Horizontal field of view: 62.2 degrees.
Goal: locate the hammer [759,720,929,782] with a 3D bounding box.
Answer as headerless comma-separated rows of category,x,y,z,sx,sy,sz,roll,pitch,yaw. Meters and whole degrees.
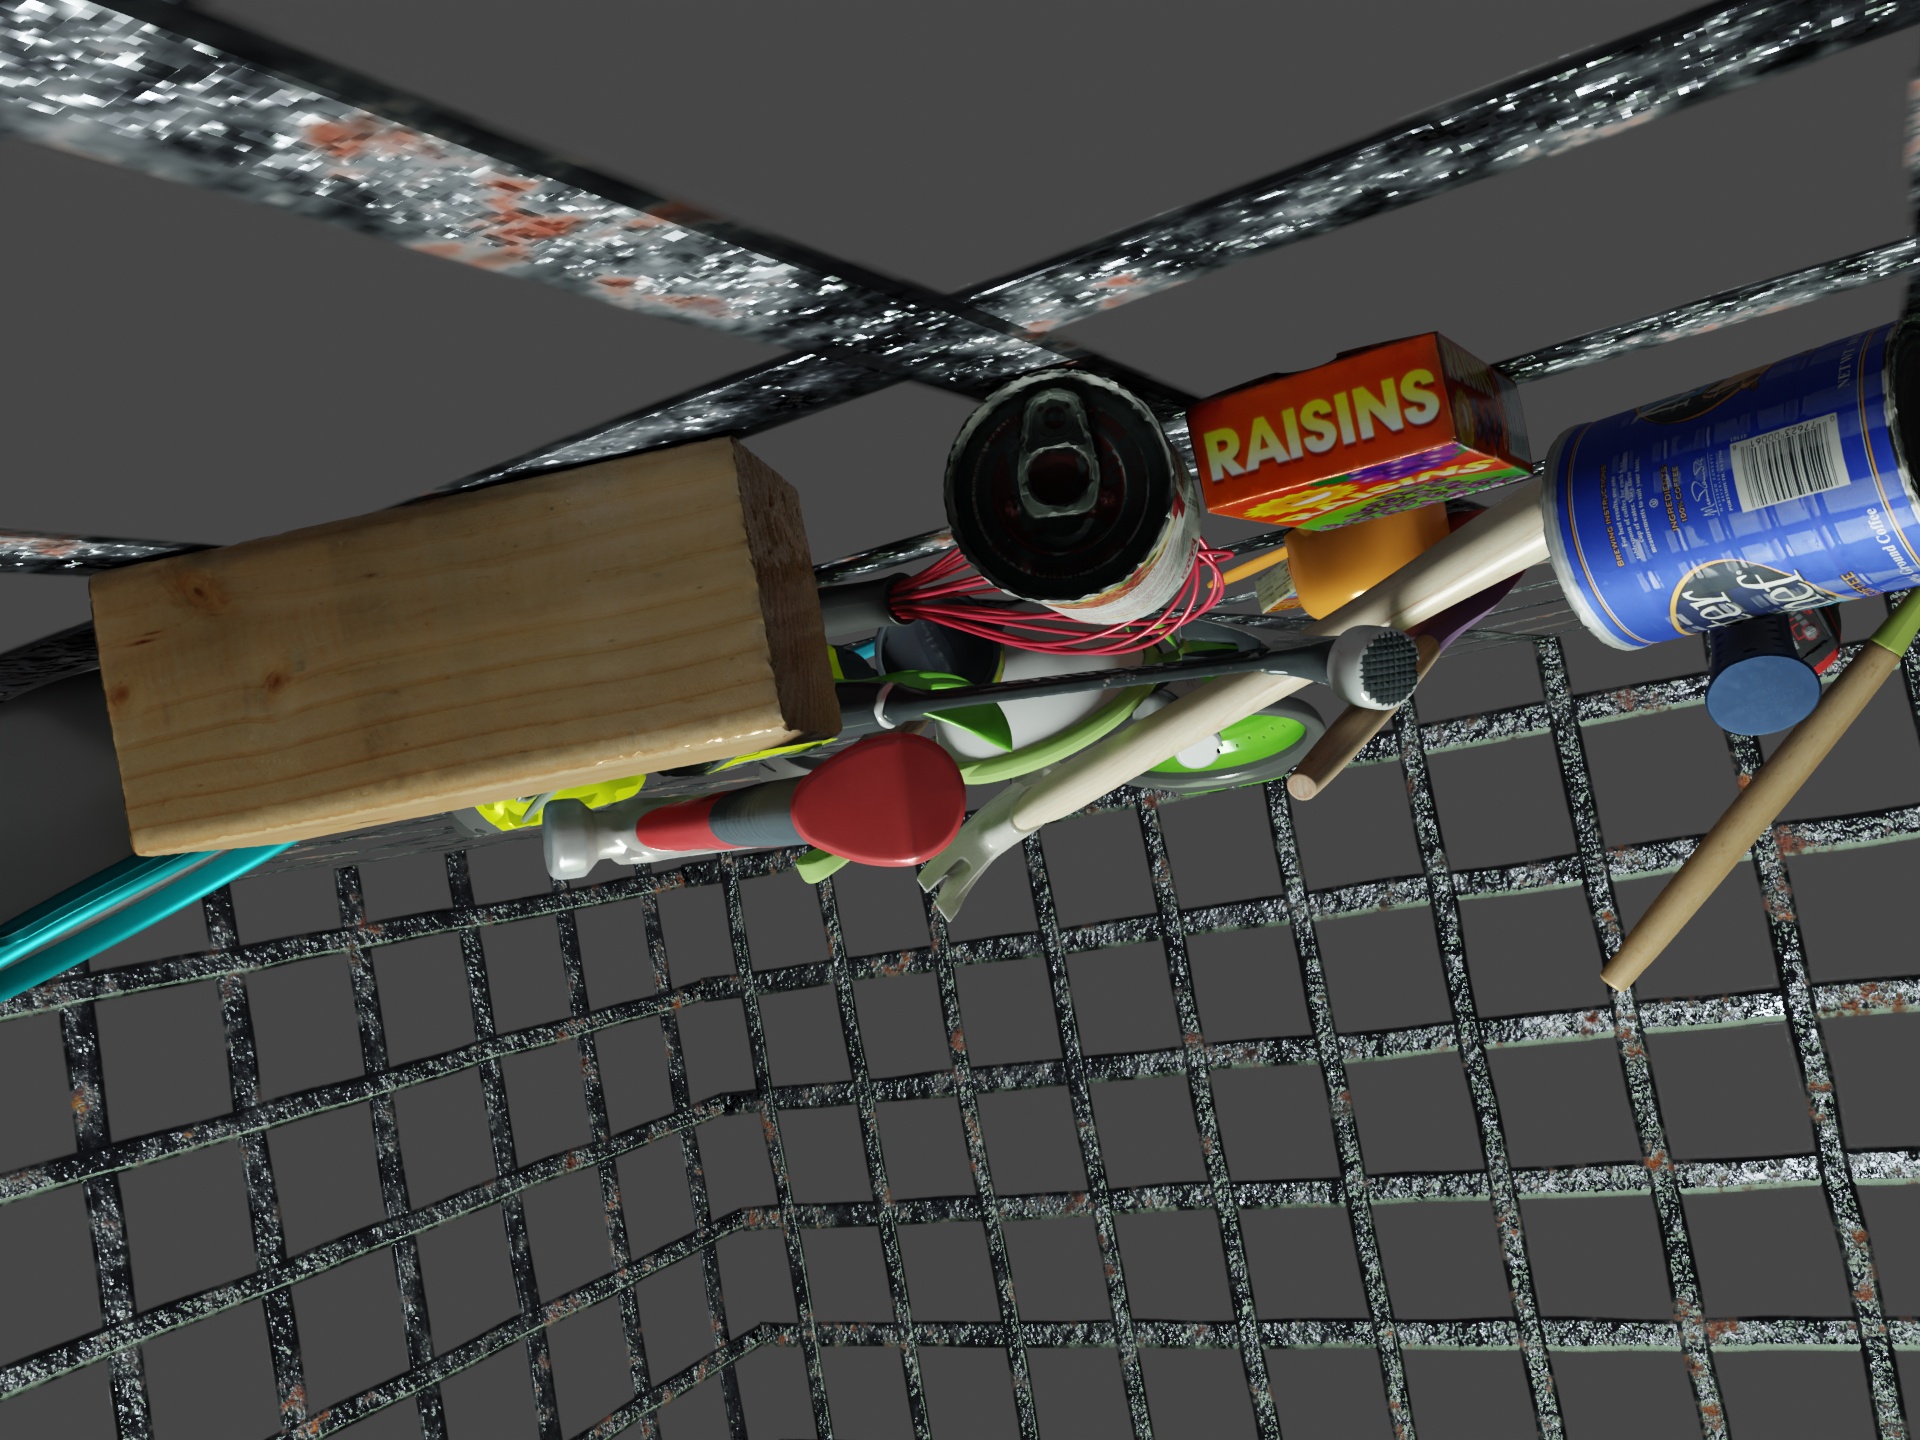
hammer,-0.053,0.010,1.145,0.130,0.031,0.331,5,-168,8

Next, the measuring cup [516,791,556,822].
measuring cup,-0.196,0.011,0.740,0.083,0.038,0.167,-47,-176,-31

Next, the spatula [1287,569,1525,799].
spatula,0.219,-0.027,0.782,0.060,0.018,0.316,-18,-170,36

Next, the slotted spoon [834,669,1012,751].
slotted spoon,-0.097,-0.021,0.709,0.313,0.031,0.070,9,-166,-39

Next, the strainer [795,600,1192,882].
strainer,-0.001,-0.003,0.917,0.256,0.069,0.151,-35,-159,-24

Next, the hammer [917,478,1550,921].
hammer,0.137,-0.006,0.842,0.410,0.038,0.146,-33,-174,42

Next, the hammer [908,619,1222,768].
hammer,-0.005,-0.017,1.057,0.334,0.035,0.146,-1,-147,-7

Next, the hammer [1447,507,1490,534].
hammer,0.400,-0.132,0.778,0.149,0.037,0.359,-7,175,-39

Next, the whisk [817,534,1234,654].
whisk,-0.012,-0.054,0.679,0.296,0.073,0.073,-5,-179,44

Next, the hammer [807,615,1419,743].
hammer,-0.015,-0.011,0.678,0.408,0.036,0.149,-7,-171,-22

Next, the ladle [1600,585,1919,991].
ladle,0.391,-0.002,0.685,0.320,0.062,0.078,-57,163,14

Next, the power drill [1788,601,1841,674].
power drill,0.557,-0.097,0.919,0.226,0.080,0.188,-30,-178,33

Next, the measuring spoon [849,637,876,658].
measuring spoon,-0.080,-0.043,0.975,0.128,0.021,0.042,-21,165,16

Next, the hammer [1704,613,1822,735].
hammer,0.397,-0.073,0.819,0.144,0.035,0.405,-12,-167,28

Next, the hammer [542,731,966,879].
hammer,-0.067,0.036,0.618,0.143,0.038,0.386,-6,177,-22

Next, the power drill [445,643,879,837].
power drill,-0.162,0.004,0.866,0.223,0.080,0.171,-11,180,33

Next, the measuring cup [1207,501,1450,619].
measuring cup,0.203,-0.078,0.903,0.095,0.052,0.173,-8,174,-33

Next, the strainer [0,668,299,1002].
strainer,-0.308,0.010,0.670,0.211,0.095,0.340,-26,-173,46

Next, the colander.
colander,0.196,-0.038,1.371,0.204,0.095,0.396,-11,158,16
